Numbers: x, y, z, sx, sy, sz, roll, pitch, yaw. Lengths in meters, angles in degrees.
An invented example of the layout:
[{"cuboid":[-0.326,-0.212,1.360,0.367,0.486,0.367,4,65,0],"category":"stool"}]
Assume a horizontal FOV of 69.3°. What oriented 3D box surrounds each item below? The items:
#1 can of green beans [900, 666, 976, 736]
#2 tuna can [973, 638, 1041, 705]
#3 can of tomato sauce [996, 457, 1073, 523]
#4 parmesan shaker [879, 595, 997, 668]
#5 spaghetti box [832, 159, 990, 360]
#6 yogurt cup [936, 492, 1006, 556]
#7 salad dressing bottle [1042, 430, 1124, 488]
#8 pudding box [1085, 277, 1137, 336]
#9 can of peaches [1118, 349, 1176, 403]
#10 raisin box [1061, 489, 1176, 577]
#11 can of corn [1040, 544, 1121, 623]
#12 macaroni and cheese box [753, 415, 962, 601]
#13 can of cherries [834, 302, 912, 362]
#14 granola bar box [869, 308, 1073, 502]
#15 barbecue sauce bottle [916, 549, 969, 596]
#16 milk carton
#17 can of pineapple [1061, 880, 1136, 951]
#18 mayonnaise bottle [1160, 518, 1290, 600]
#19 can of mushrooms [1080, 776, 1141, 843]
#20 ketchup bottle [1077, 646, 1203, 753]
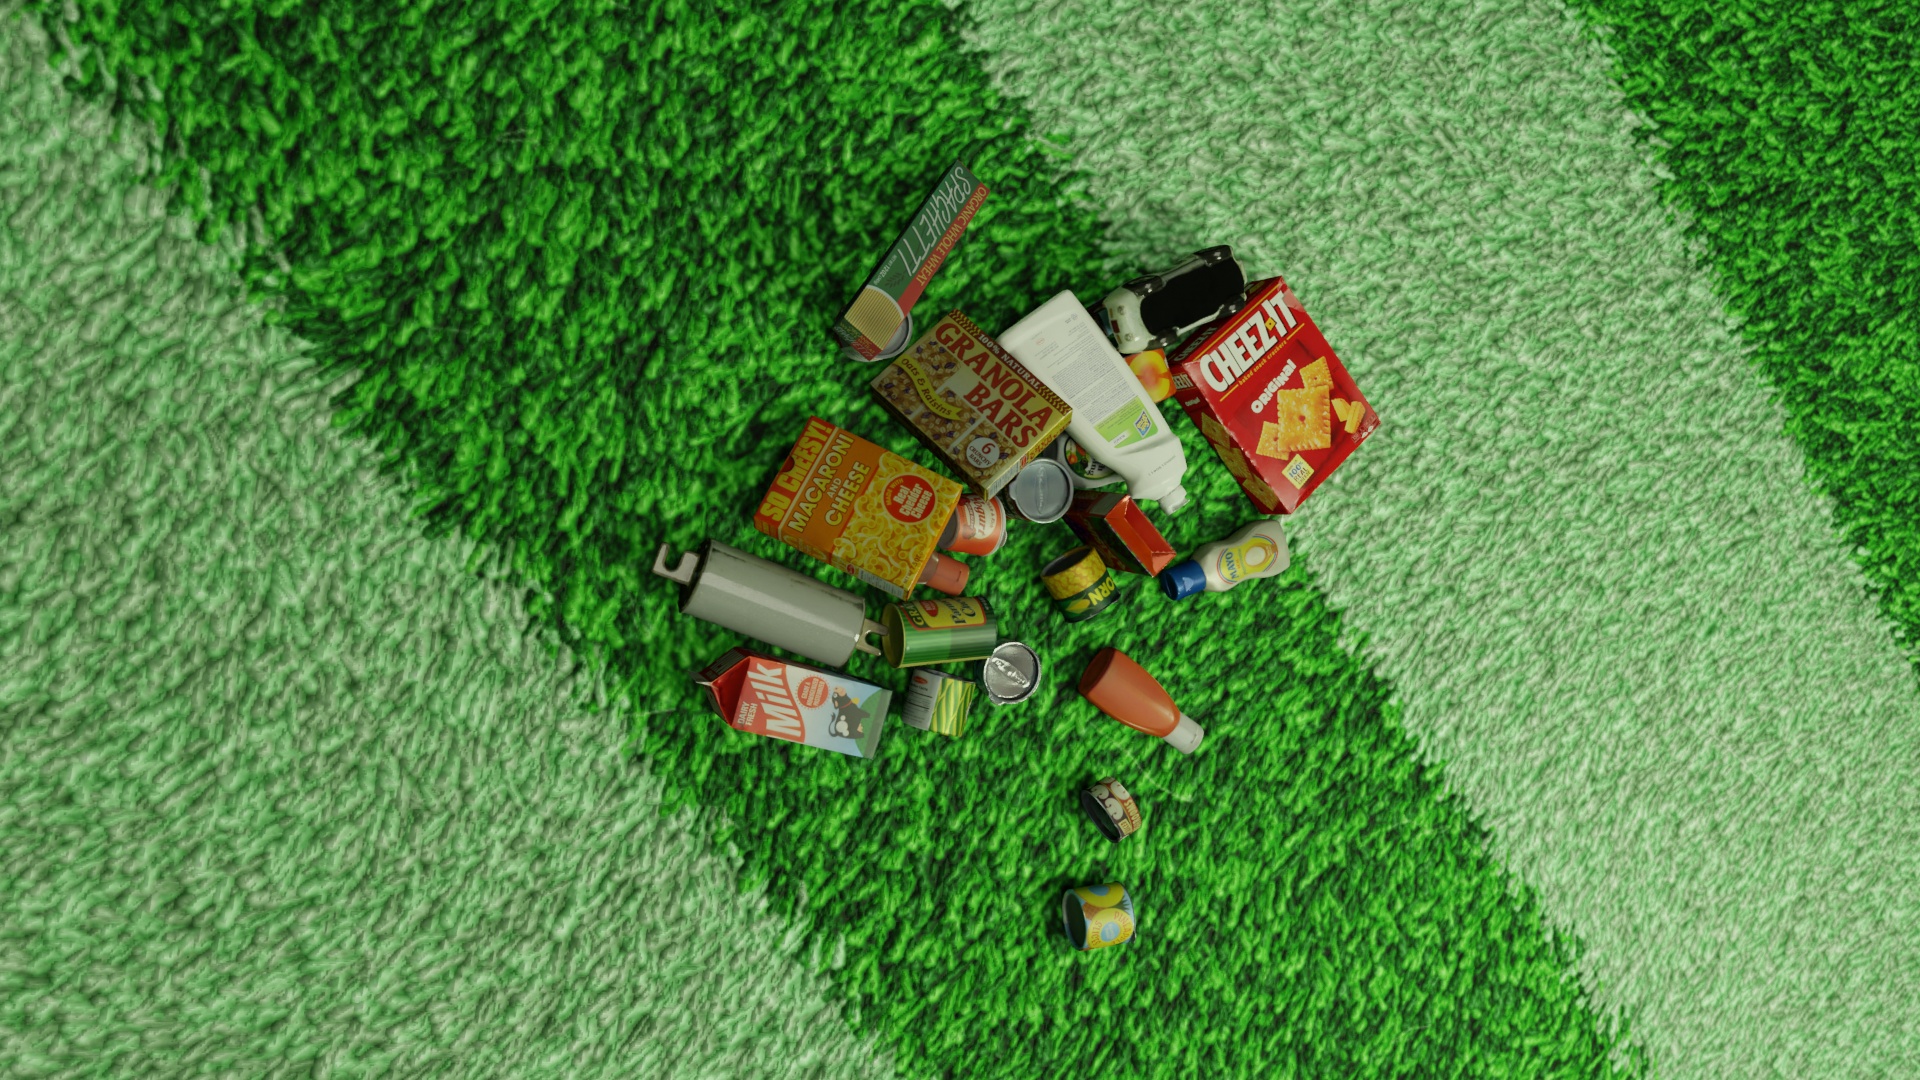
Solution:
[{"cuboid":[-0.022,0.164,1.418,0.071,0.071,0.058,15,88,-20],"category":"can of green beans"},{"cuboid":[0.048,0.139,1.461,0.071,0.033,0.071,-1,92,-20],"category":"tuna can"},{"cuboid":[0.068,-0.052,1.434,0.071,0.083,0.071,-1,93,-20],"category":"can of tomato sauce"},{"cuboid":[-0.023,0.091,1.416,0.103,0.071,0.071,-4,94,-24],"category":"parmesan shaker"},{"cuboid":[-0.045,-0.280,1.366,0.050,0.028,0.251,40,57,-17],"category":"spaghetti box"},{"cuboid":[0.005,-0.018,1.415,0.054,0.072,0.072,1,92,-36],"category":"yogurt cup"},{"cuboid":[0.163,-0.084,1.489,0.148,0.044,0.064,6,78,-21],"category":"salad dressing bottle"},{"cuboid":[0.170,-0.249,1.482,0.084,0.049,0.030,-34,109,-17],"category":"pudding box"},{"cuboid":[0.194,-0.177,1.485,0.071,0.071,0.058,-23,101,-18],"category":"can of peaches"},{"cuboid":[0.161,-0.010,1.450,0.040,0.123,0.086,-45,106,-11],"category":"raisin box"},{"cuboid":[0.128,0.045,1.468,0.071,0.071,0.058,-34,103,-16],"category":"can of corn"},{"cuboid":[-0.099,-0.033,1.350,0.166,0.040,0.124,25,69,3],"category":"macaroni and cheese box"},{"cuboid":[-0.087,-0.214,1.383,0.071,0.058,0.071,-1,93,-19],"category":"can of cherries"},{"cuboid":[0.011,-0.137,1.391,0.124,0.039,0.166,-43,74,-13],"category":"granola bar box"},{"cuboid":[-0.063,0.014,1.409,0.148,0.043,0.065,23,78,-21],"category":"barbecue sauce bottle"},{"cuboid":[-0.172,0.154,1.358,0.191,0.072,0.073,17,87,-20],"category":"milk carton"},{"cuboid":[0.148,0.404,1.490,0.058,0.071,0.071,-4,94,-19],"category":"can of pineapple"},{"cuboid":[0.294,0.026,1.545,0.148,0.041,0.064,-20,101,-19],"category":"mayonnaise bottle"},{"cuboid":[0.163,0.290,1.491,0.033,0.071,0.071,-29,102,-18],"category":"can of mushrooms"},{"cuboid":[0.201,0.180,1.515,0.148,0.043,0.065,37,81,-18],"category":"ketchup bottle"}]
